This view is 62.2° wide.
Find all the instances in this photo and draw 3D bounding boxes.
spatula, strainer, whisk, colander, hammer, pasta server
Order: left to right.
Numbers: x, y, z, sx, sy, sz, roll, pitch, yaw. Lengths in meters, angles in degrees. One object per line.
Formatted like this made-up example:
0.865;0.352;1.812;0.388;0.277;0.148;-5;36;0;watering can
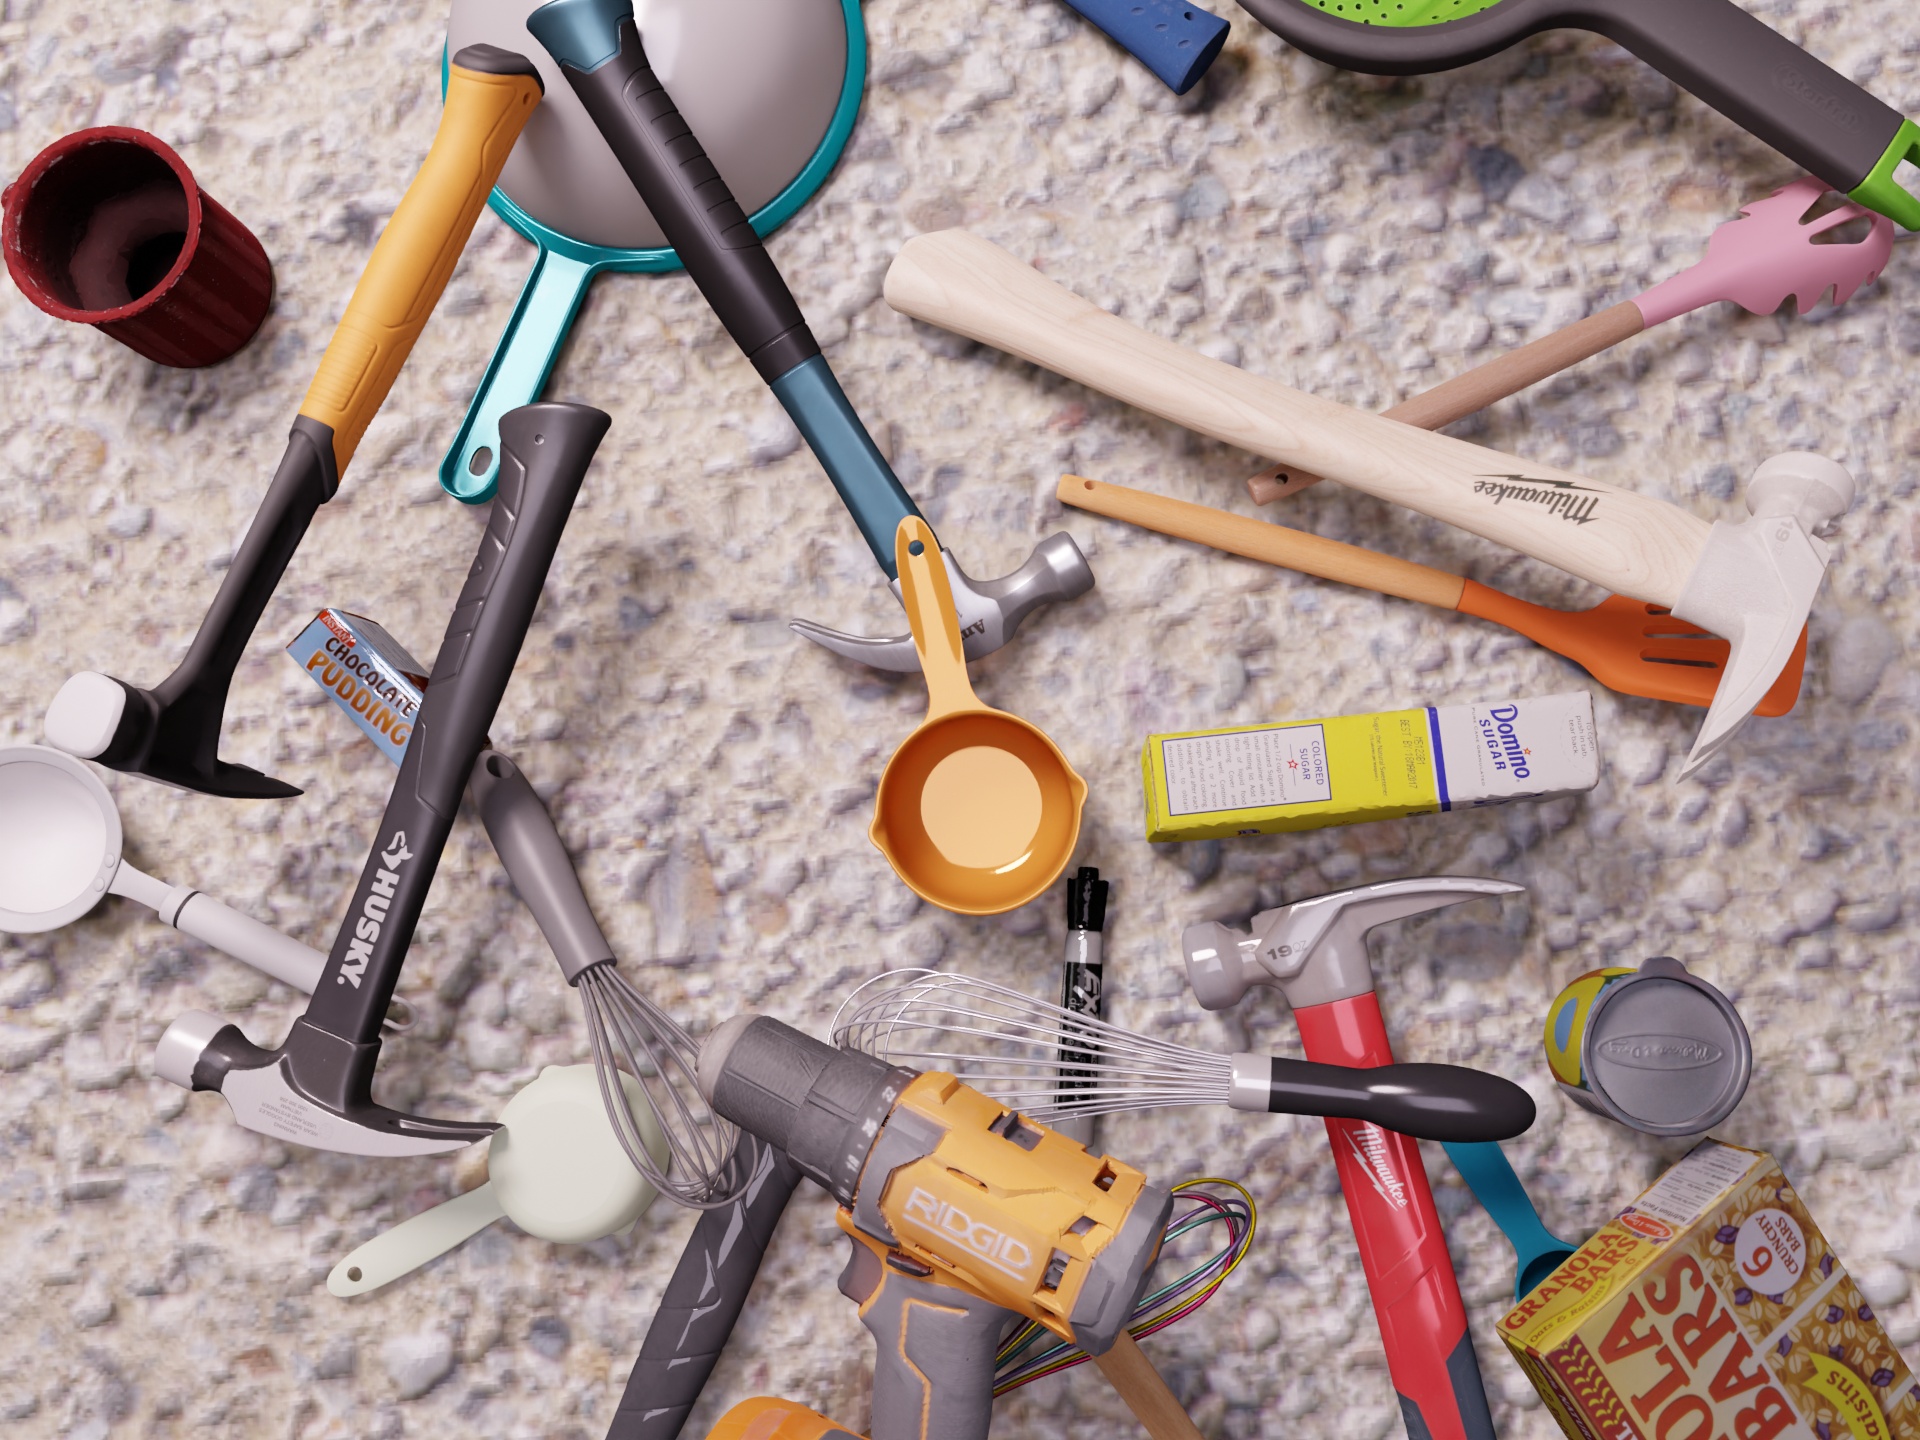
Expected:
-0.364;0.083;0.728;0.258;0.050;0.087;26;91;2;strainer
-0.255;-0.127;0.665;0.034;0.127;0.337;21;82;13;hammer
-0.218;0.023;0.675;0.146;0.035;0.335;21;90;7;hammer
-0.176;-0.266;0.730;0.211;0.095;0.340;21;83;7;strainer
-0.158;0.107;0.693;0.055;0.055;0.239;-34;69;0;whisk
-0.153;0.331;0.682;0.149;0.036;0.409;24;85;8;hammer
-0.079;-0.166;0.695;0.128;0.033;0.331;-32;99;4;hammer
-0.049;-0.427;0.755;0.405;0.035;0.144;38;61;4;hammer
0.023;0.271;0.677;0.245;0.051;0.047;-35;61;3;whisk
0.085;0.142;0.644;0.284;0.070;0.070;4;83;9;whisk
0.142;-0.115;0.670;0.411;0.038;0.146;25;66;19;hammer
0.199;-0.068;0.702;0.322;0.041;0.081;16;60;8;spatula
0.208;0.258;0.651;0.143;0.038;0.386;-16;83;14;hammer
0.251;-0.328;0.711;0.397;0.094;0.204;35;87;1;colander
0.274;-0.166;0.710;0.316;0.040;0.060;-25;81;1;pasta server

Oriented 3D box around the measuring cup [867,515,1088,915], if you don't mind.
-0.001;-0.002;0.697;0.095;0.052;0.173;-13;87;2;measuring cup

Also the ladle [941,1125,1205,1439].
0.084;0.292;0.624;0.078;0.062;0.320;-33;95;29;ladle

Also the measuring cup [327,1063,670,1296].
-0.209;0.212;0.698;0.167;0.038;0.083;-28;81;-2;measuring cup

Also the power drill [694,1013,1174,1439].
-0.041;0.234;0.605;0.185;0.084;0.226;24;105;15;power drill

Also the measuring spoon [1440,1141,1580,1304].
0.234;0.204;0.679;0.042;0.021;0.129;-36;72;19;measuring spoon
